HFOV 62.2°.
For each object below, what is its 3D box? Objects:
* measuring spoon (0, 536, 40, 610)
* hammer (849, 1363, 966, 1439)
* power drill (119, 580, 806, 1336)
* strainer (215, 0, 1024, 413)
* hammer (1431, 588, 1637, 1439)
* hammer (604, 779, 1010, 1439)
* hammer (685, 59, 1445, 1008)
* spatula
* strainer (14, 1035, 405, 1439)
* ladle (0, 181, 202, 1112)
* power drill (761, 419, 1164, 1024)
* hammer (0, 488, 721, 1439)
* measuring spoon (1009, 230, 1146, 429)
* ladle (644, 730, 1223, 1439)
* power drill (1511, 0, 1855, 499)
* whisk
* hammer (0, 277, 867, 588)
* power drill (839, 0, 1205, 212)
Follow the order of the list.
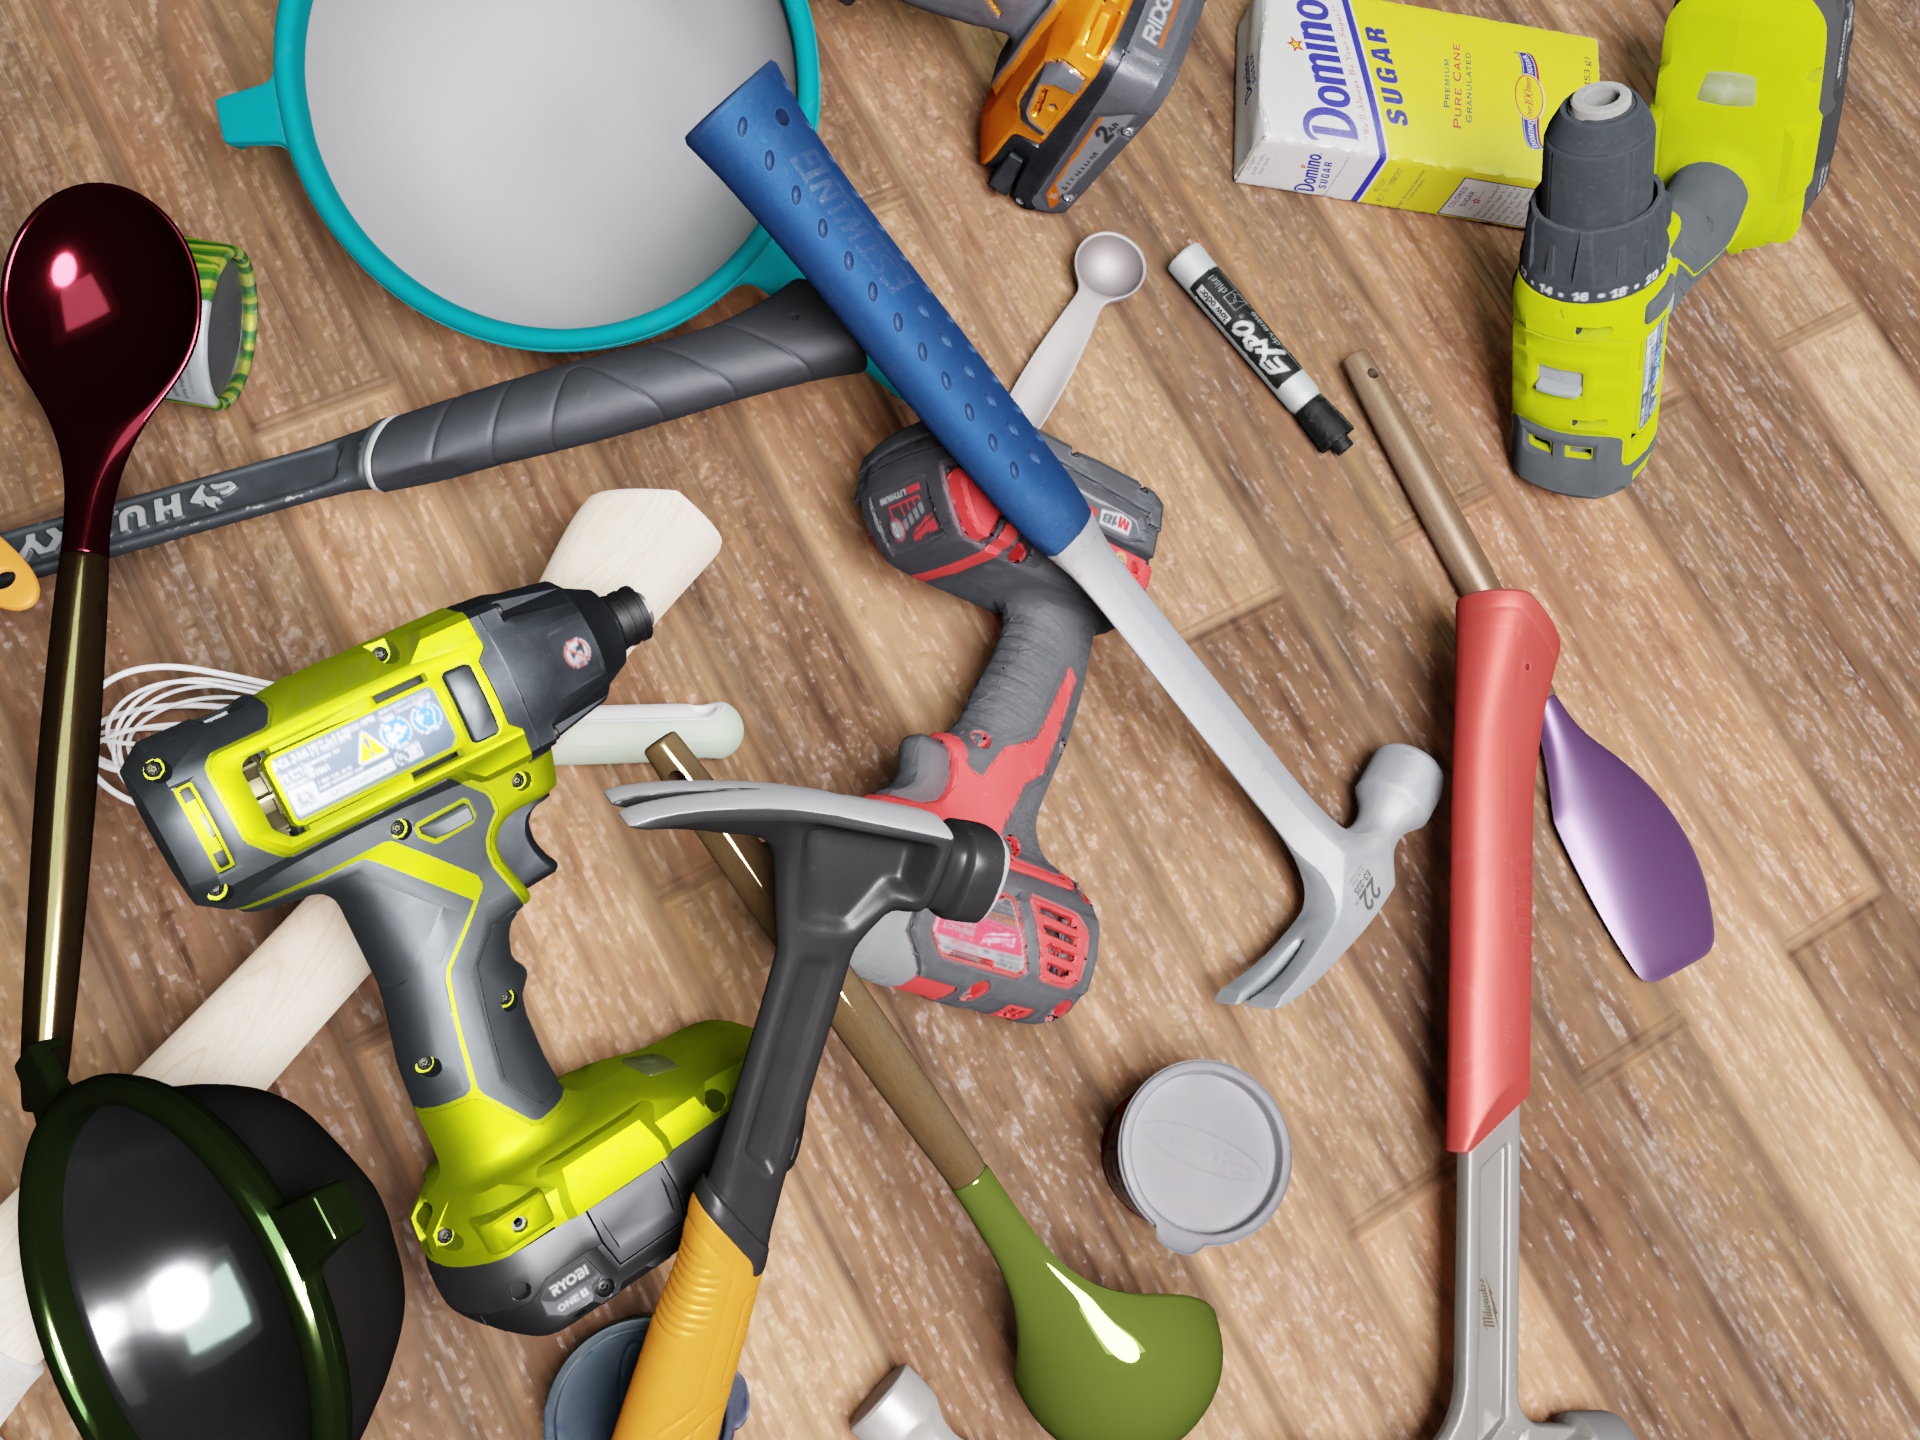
[{"bbox_3d":[-0.367,-0.074,0.565,0.117,0.011,0.021,35,70,17],"label":"measuring spoon"},{"bbox_3d":[-0.084,0.393,0.534,0.130,0.031,0.331,44,72,4],"label":"hammer"},{"bbox_3d":[-0.147,0.073,0.539,0.171,0.080,0.223,-30,107,-29],"label":"power drill"},{"bbox_3d":[-0.113,-0.219,0.673,0.340,0.095,0.211,37,92,-9],"label":"strainer"},{"bbox_3d":[0.204,0.122,0.637,0.149,0.037,0.359,9,77,-20],"label":"hammer"},{"bbox_3d":[-0.087,0.183,0.507,0.127,0.034,0.337,12,99,-29],"label":"hammer"},{"bbox_3d":[0.044,-0.058,0.592,0.405,0.035,0.144,48,61,-22],"label":"hammer"},{"bbox_3d":[0.255,-0.033,0.728,0.060,0.018,0.316,-23,81,-17],"label":"spatula"},{"bbox_3d":[-0.218,0.221,0.499,0.151,0.069,0.256,12,108,30],"label":"strainer"},{"bbox_3d":[-0.296,-0.030,0.535,0.069,0.031,0.315,-2,78,-2],"label":"ladle"},{"bbox_3d":[-0.001,-0.002,0.621,0.143,0.078,0.220,21,71,-31],"label":"power drill"},{"bbox_3d":[-0.216,0.084,0.567,0.146,0.038,0.411,41,74,-13],"label":"hammer"},{"bbox_3d":[0.047,-0.171,0.734,0.034,0.018,0.124,30,78,-1],"label":"measuring spoon"},{"bbox_3d":[-0.011,0.134,0.564,0.078,0.062,0.320,-32,98,13],"label":"ladle"},{"bbox_3d":[0.319,-0.238,0.718,0.080,0.190,0.228,23,61,33],"label":"power drill"},{"bbox_3d":[-0.207,0.005,0.617,0.246,0.058,0.059,-1,109,-15],"label":"whisk"},{"bbox_3d":[-0.234,-0.091,0.595,0.409,0.036,0.149,-17,64,-5],"label":"hammer"},{"bbox_3d":[-0.026,-0.321,0.700,0.226,0.164,0.084,26,71,-16],"label":"power drill"}]
